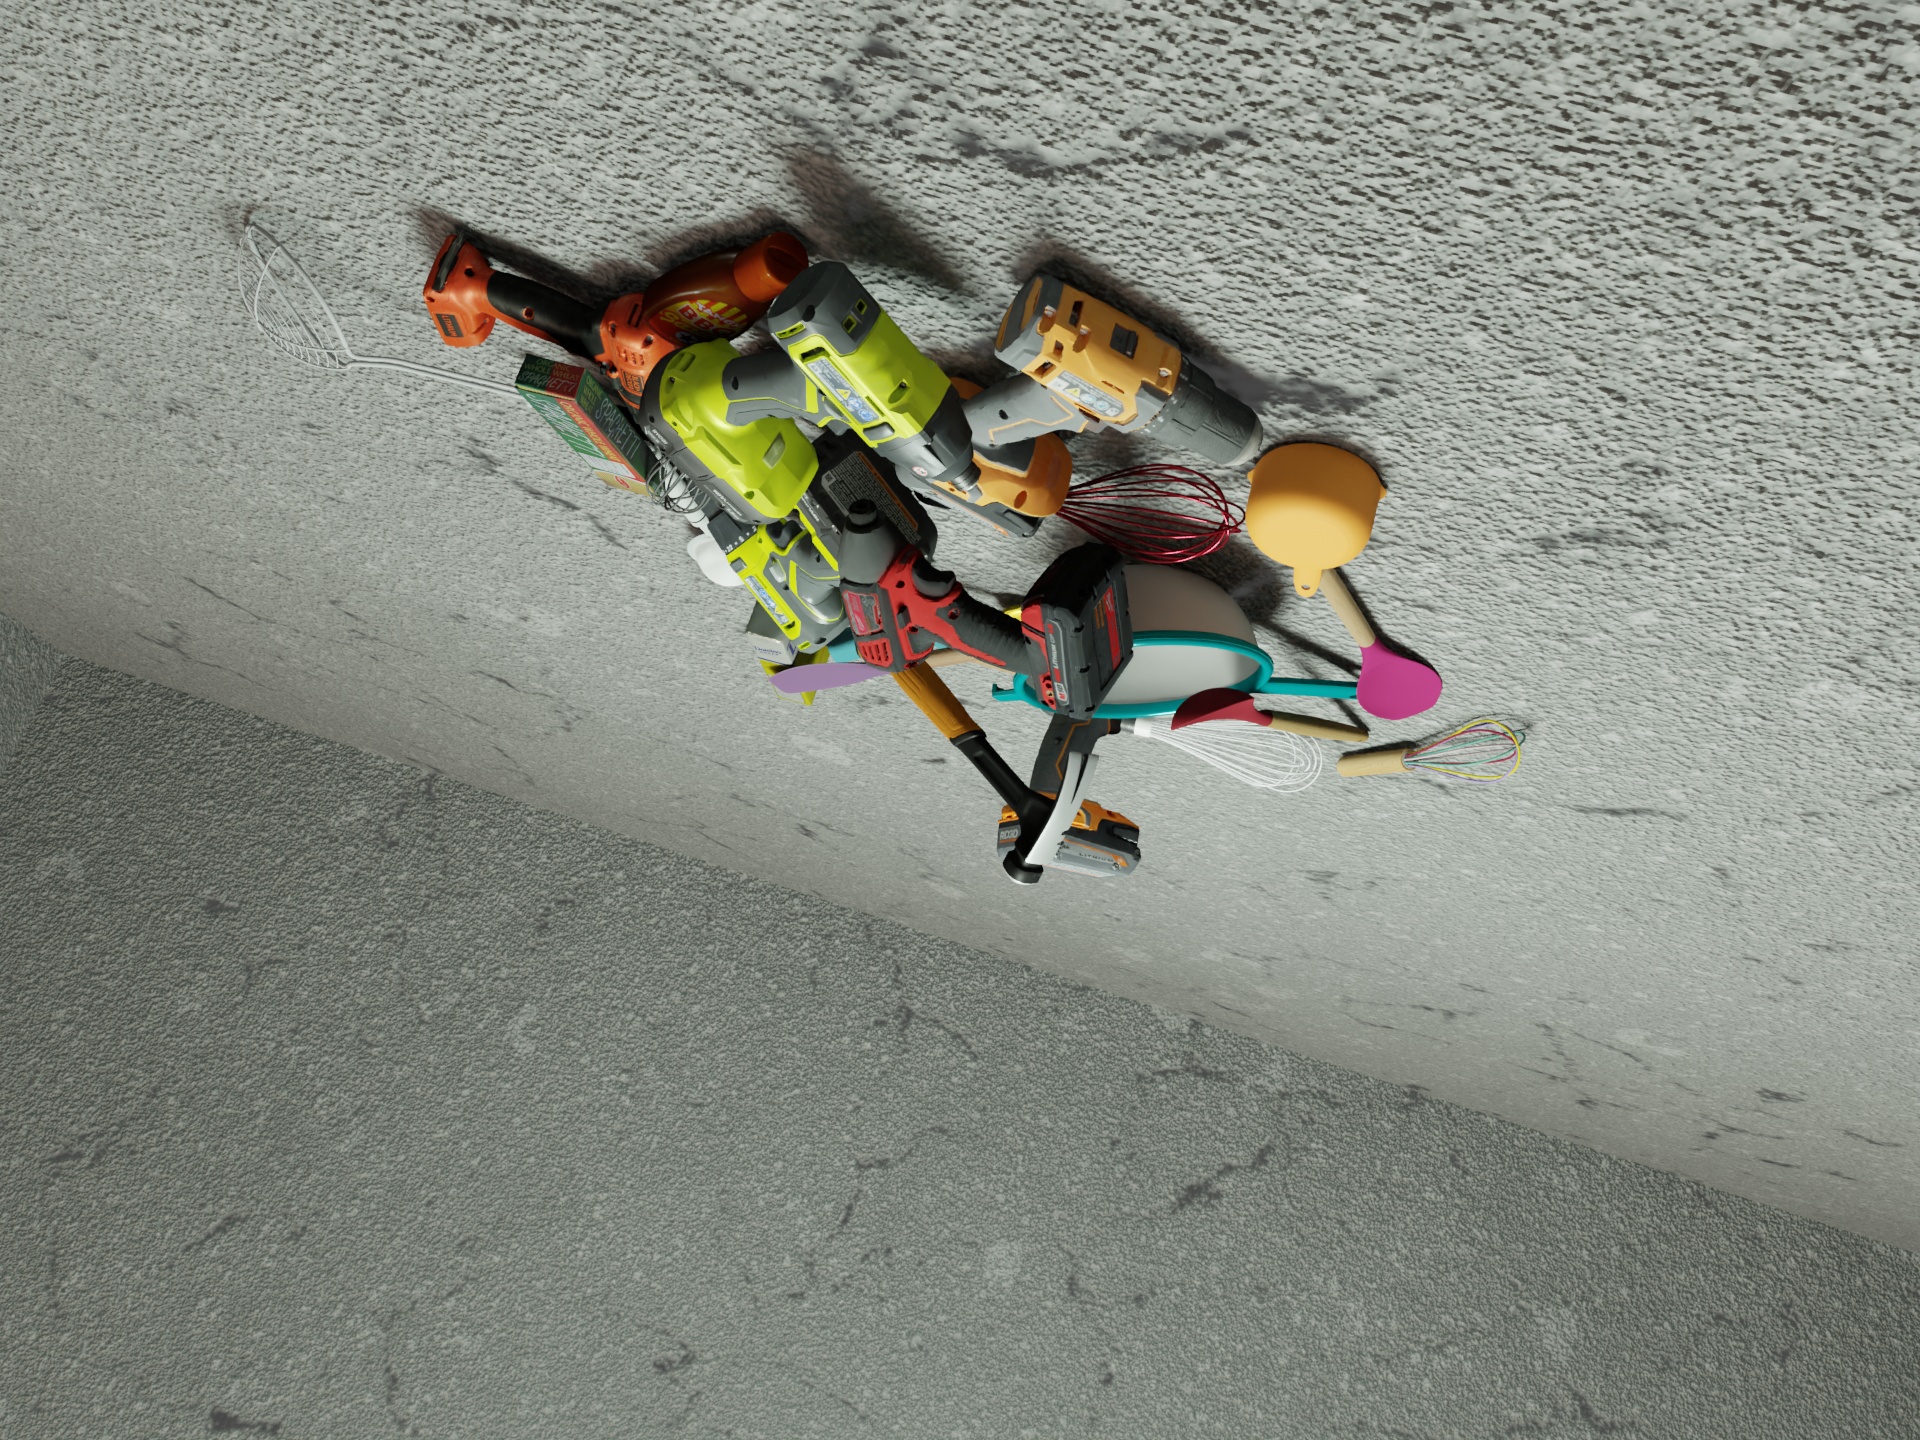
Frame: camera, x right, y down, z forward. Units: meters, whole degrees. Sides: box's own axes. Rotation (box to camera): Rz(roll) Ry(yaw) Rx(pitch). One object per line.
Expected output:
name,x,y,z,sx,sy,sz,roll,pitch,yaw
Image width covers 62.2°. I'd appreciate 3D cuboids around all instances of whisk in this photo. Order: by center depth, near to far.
whisk,0.080,-0.164,1.198,0.296,0.073,0.073,12,162,37
whisk,-0.193,-0.226,1.263,0.055,0.055,0.239,26,148,-20
whisk,0.428,0.031,1.464,0.047,0.051,0.245,46,159,-13
whisk,0.212,0.011,1.556,0.284,0.070,0.070,14,162,15

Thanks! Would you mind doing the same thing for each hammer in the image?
hammer,-0.002,-0.005,1.413,0.034,0.127,0.337,7,-151,-40

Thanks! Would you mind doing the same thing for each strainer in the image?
strainer,0.205,-0.070,1.330,0.340,0.095,0.211,3,163,-23
strainer,-0.244,-0.186,1.495,0.087,0.050,0.258,-4,152,17

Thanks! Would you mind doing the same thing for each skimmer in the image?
skimmer,-0.408,-0.309,1.307,0.363,0.090,0.127,13,165,-14

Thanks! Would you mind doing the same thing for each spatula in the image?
spatula,-0.042,-0.058,1.544,0.316,0.018,0.059,-9,156,20
spatula,0.022,-0.053,1.608,0.317,0.044,0.082,15,159,9

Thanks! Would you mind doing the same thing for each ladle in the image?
ladle,0.279,0.001,1.379,0.069,0.031,0.315,-23,160,36

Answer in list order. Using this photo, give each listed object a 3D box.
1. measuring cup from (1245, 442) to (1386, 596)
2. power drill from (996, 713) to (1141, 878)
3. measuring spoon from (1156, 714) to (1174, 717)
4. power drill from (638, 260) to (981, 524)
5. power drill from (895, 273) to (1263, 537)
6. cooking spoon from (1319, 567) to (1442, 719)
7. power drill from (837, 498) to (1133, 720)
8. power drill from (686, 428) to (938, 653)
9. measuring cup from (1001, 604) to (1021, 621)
measuring cup,0.244,-0.121,1.122,0.095,0.052,0.173,10,151,14
power drill,0.122,0.024,1.431,0.164,0.226,0.084,14,167,-21
measuring spoon,0.216,-0.016,1.580,0.124,0.018,0.034,-6,147,39
power drill,-0.100,-0.203,1.062,0.223,0.080,0.171,-4,139,49
power drill,0.076,-0.197,1.073,0.185,0.084,0.226,24,157,-21
cooking spoon,0.316,-0.078,1.268,0.069,0.017,0.318,-23,143,22
power drill,0.008,-0.087,1.162,0.220,0.078,0.143,14,137,28
power drill,-0.134,-0.161,1.340,0.190,0.080,0.228,52,151,-12
measuring cup,0.006,-0.087,1.482,0.156,0.062,0.029,9,-160,5
